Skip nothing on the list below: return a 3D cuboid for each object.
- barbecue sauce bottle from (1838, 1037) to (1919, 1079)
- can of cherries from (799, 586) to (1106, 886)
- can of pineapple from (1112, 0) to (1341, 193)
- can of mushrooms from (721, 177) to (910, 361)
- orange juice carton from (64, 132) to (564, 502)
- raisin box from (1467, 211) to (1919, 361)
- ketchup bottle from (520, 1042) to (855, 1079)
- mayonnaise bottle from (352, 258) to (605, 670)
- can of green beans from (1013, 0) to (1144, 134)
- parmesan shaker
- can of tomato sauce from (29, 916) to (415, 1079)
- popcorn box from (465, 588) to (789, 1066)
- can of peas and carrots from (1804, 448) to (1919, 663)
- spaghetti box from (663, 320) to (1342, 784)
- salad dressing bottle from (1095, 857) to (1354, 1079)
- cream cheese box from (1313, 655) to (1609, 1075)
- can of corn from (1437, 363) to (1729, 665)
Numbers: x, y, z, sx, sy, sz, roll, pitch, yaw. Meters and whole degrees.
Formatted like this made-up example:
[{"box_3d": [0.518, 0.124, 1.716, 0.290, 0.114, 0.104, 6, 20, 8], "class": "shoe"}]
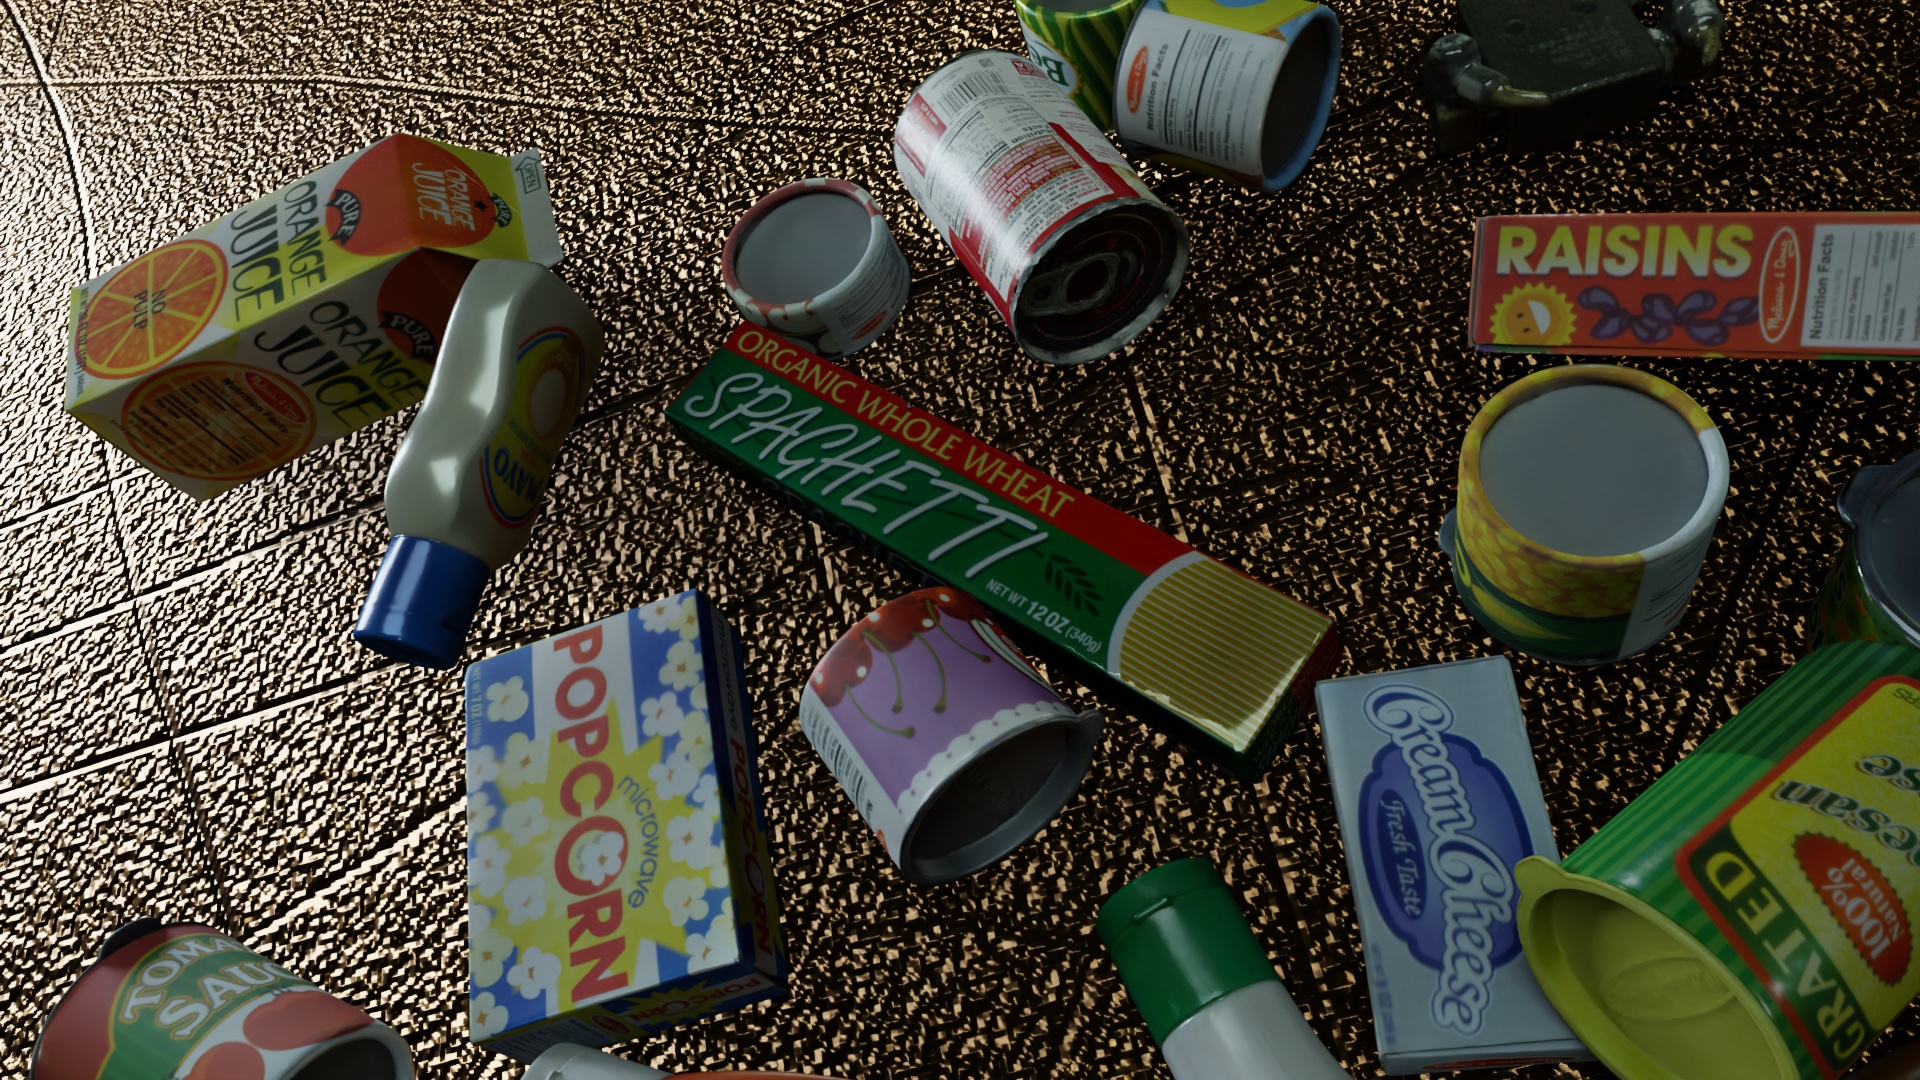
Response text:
[{"box_3d": [0.225, 0.134, 0.297, 0.148, 0.043, 0.065, -15, 57, 10], "class": "barbecue sauce bottle"}, {"box_3d": [-0.003, 0.054, 0.403, 0.071, 0.071, 0.058, -38, 56, -6], "class": "can of cherries"}, {"box_3d": [0.097, -0.164, 0.498, 0.058, 0.070, 0.071, 25, 71, 28], "class": "can of pineapple"}, {"box_3d": [-0.057, -0.104, 0.532, 0.071, 0.033, 0.071, -8, 60, 14], "class": "can of mushrooms"}, {"box_3d": [-0.253, -0.098, 0.567, 0.193, 0.072, 0.072, -25, 56, 2], "class": "orange juice carton"}, {"box_3d": [0.211, -0.073, 0.396, 0.123, 0.086, 0.040, 5, 103, 20], "class": "raisin box"}, {"box_3d": [-0.050, 0.168, 0.363, 0.149, 0.043, 0.065, 8, 49, 22], "class": "ketchup bottle"}, {"box_3d": [-0.177, -0.027, 0.510, 0.041, 0.064, 0.148, 6, 67, 17], "class": "mayonnaise bottle"}, {"box_3d": [0.057, -0.202, 0.537, 0.071, 0.057, 0.071, -8, 59, 14], "class": "can of green beans"}, {"box_3d": [0.186, 0.073, 0.315, 0.103, 0.071, 0.071, -31, 55, -20], "class": "parmesan shaker"}, {"box_3d": [-0.215, 0.157, 0.409, 0.083, 0.071, 0.071, 16, 67, 24], "class": "can of tomato sauce"}, {"box_3d": [-0.107, 0.086, 0.433, 0.085, 0.038, 0.127, -18, 57, 7], "class": "popcorn box"}, {"box_3d": [0.252, 0.016, 0.347, 0.071, 0.058, 0.071, -8, 58, 14], "class": "can of peas and carrots"}, {"box_3d": [0.002, -0.006, 0.458, 0.250, 0.028, 0.050, 29, 72, 29], "class": "spaghetti box"}, {"box_3d": [0.082, 0.148, 0.335, 0.064, 0.044, 0.148, -33, 55, 6], "class": "salad dressing bottle"}, {"box_3d": [0.129, 0.084, 0.367, 0.053, 0.024, 0.104, -9, 59, 11], "class": "cream cheese box"}, {"box_3d": [0.170, -0.008, 0.387, 0.071, 0.058, 0.071, -8, 59, 13], "class": "can of corn"}]
